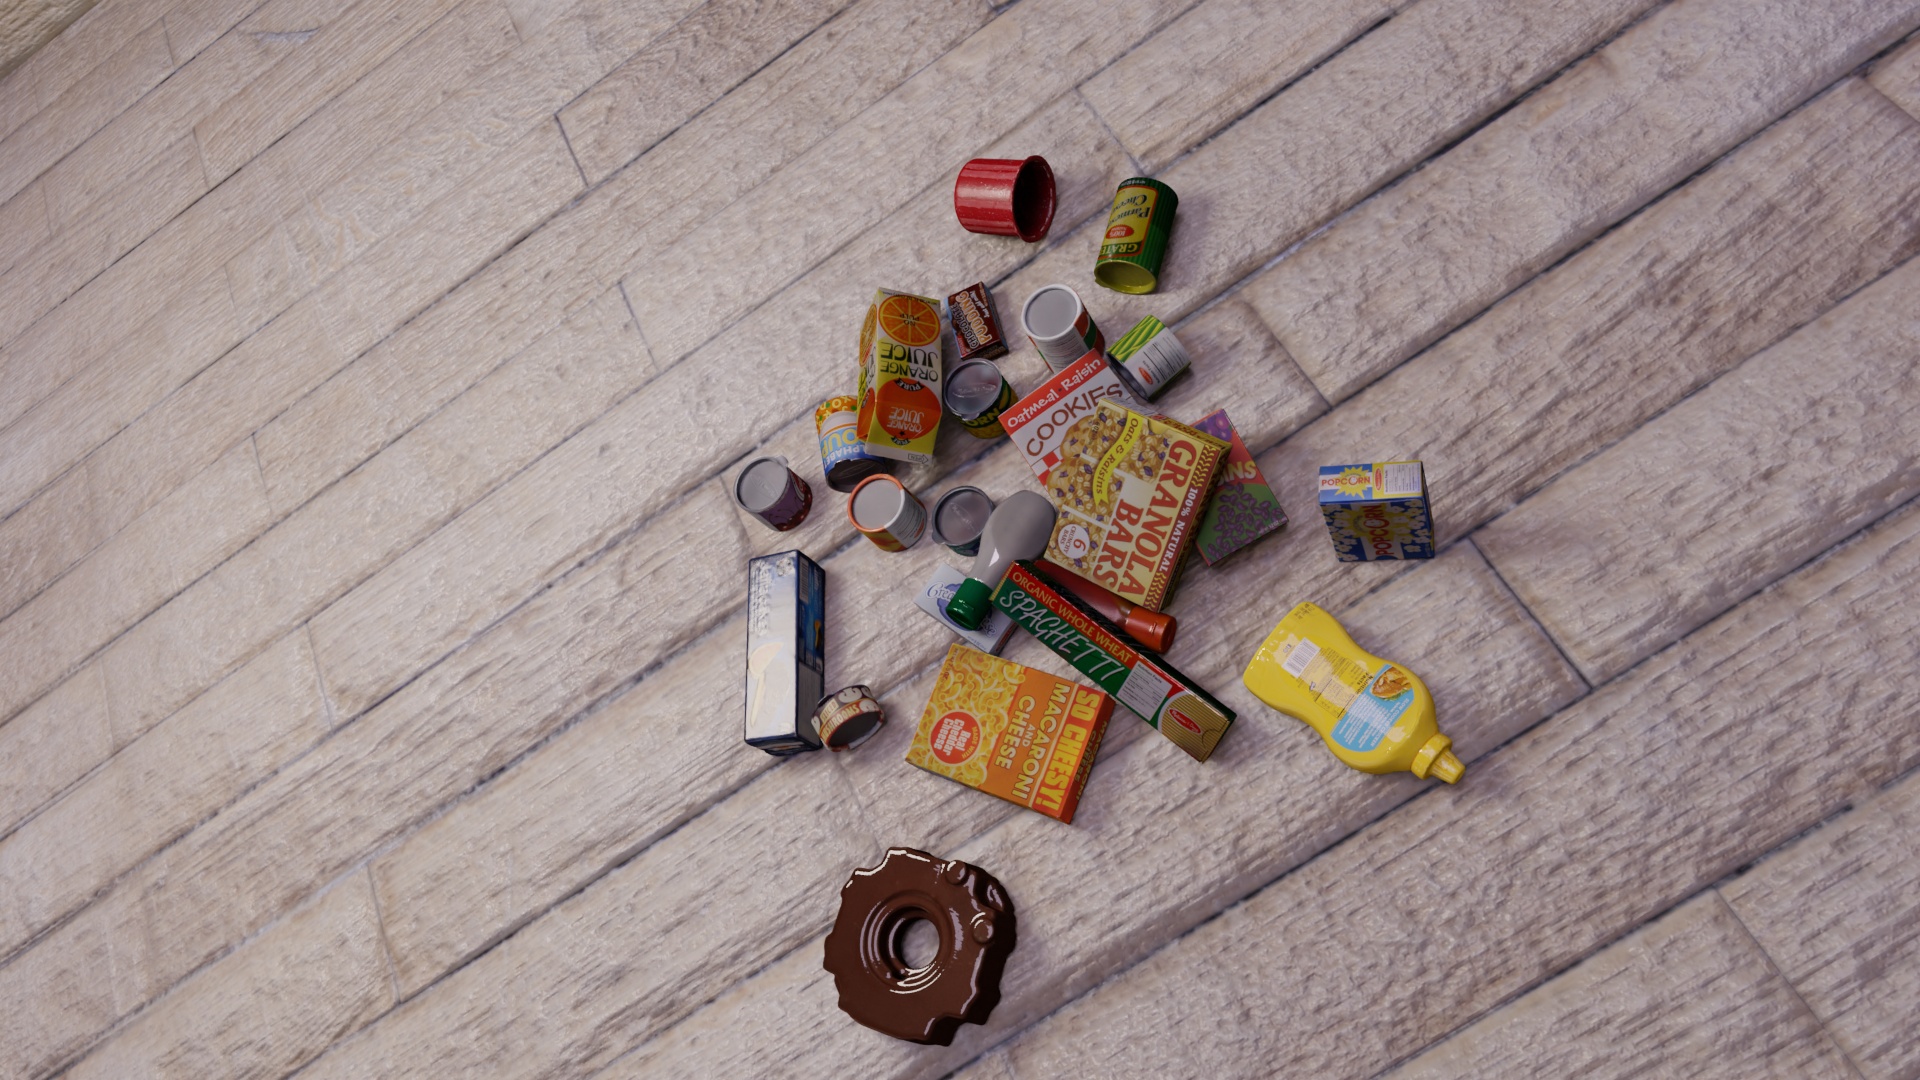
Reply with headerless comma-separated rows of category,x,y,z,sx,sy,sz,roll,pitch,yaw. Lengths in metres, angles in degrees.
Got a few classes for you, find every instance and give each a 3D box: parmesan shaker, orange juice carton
parmesan shaker,0.181,-0.317,1.444,0.071,0.071,0.103,8,71,26
orange juice carton,-0.064,-0.163,1.450,0.072,0.072,0.193,10,57,-17

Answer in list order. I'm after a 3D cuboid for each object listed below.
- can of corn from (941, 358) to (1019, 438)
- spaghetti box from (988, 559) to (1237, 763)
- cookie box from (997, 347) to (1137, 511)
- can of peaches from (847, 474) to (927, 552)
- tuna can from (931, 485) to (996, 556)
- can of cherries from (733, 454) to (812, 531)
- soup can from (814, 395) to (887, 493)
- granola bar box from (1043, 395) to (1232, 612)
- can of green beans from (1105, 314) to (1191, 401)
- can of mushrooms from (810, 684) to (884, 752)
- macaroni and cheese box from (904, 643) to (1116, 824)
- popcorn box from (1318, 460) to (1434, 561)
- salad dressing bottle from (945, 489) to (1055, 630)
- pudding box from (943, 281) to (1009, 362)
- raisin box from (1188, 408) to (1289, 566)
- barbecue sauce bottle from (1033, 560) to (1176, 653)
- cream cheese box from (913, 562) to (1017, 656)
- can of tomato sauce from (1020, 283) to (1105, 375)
can of corn,0.022,-0.144,1.441,0.071,0.058,0.071,-9,65,20
spaghetti box,0.136,0.106,1.266,0.250,0.029,0.050,37,109,21
cookie box,0.130,-0.093,1.384,0.123,0.040,0.168,-35,60,6
can of peaches,-0.078,-0.029,1.434,0.071,0.058,0.071,-8,66,20
tuna can,0.005,-0.018,1.408,0.071,0.032,0.071,-9,65,20
can of cherries,-0.199,-0.052,1.496,0.071,0.058,0.072,-9,64,20
soup can,-0.118,-0.104,1.476,0.071,0.071,0.084,-21,62,14
granola bar box,0.161,-0.034,1.277,0.124,0.039,0.165,26,110,23
can of green beans,0.187,-0.182,1.382,0.058,0.071,0.071,-41,59,2
can of mushrooms,-0.111,0.173,1.353,0.071,0.071,0.033,-38,61,5
macaroni and cheese box,0.047,0.179,1.301,0.166,0.040,0.124,15,75,28
popcorn box,0.362,-0.024,1.203,0.085,0.126,0.038,-4,64,22
salad dressing bottle,0.038,0.019,1.351,0.064,0.043,0.148,34,67,2
pudding box,0.016,-0.232,1.498,0.049,0.030,0.084,-22,61,14
raisin box,0.237,-0.049,1.293,0.086,0.040,0.123,-30,82,9
barbecue sauce bottle,0.129,0.068,1.312,0.148,0.043,0.065,18,82,28
cream cheese box,0.008,0.068,1.375,0.104,0.024,0.053,32,82,31
can of tomato sauce,0.104,-0.216,1.422,0.071,0.083,0.071,-9,66,20
